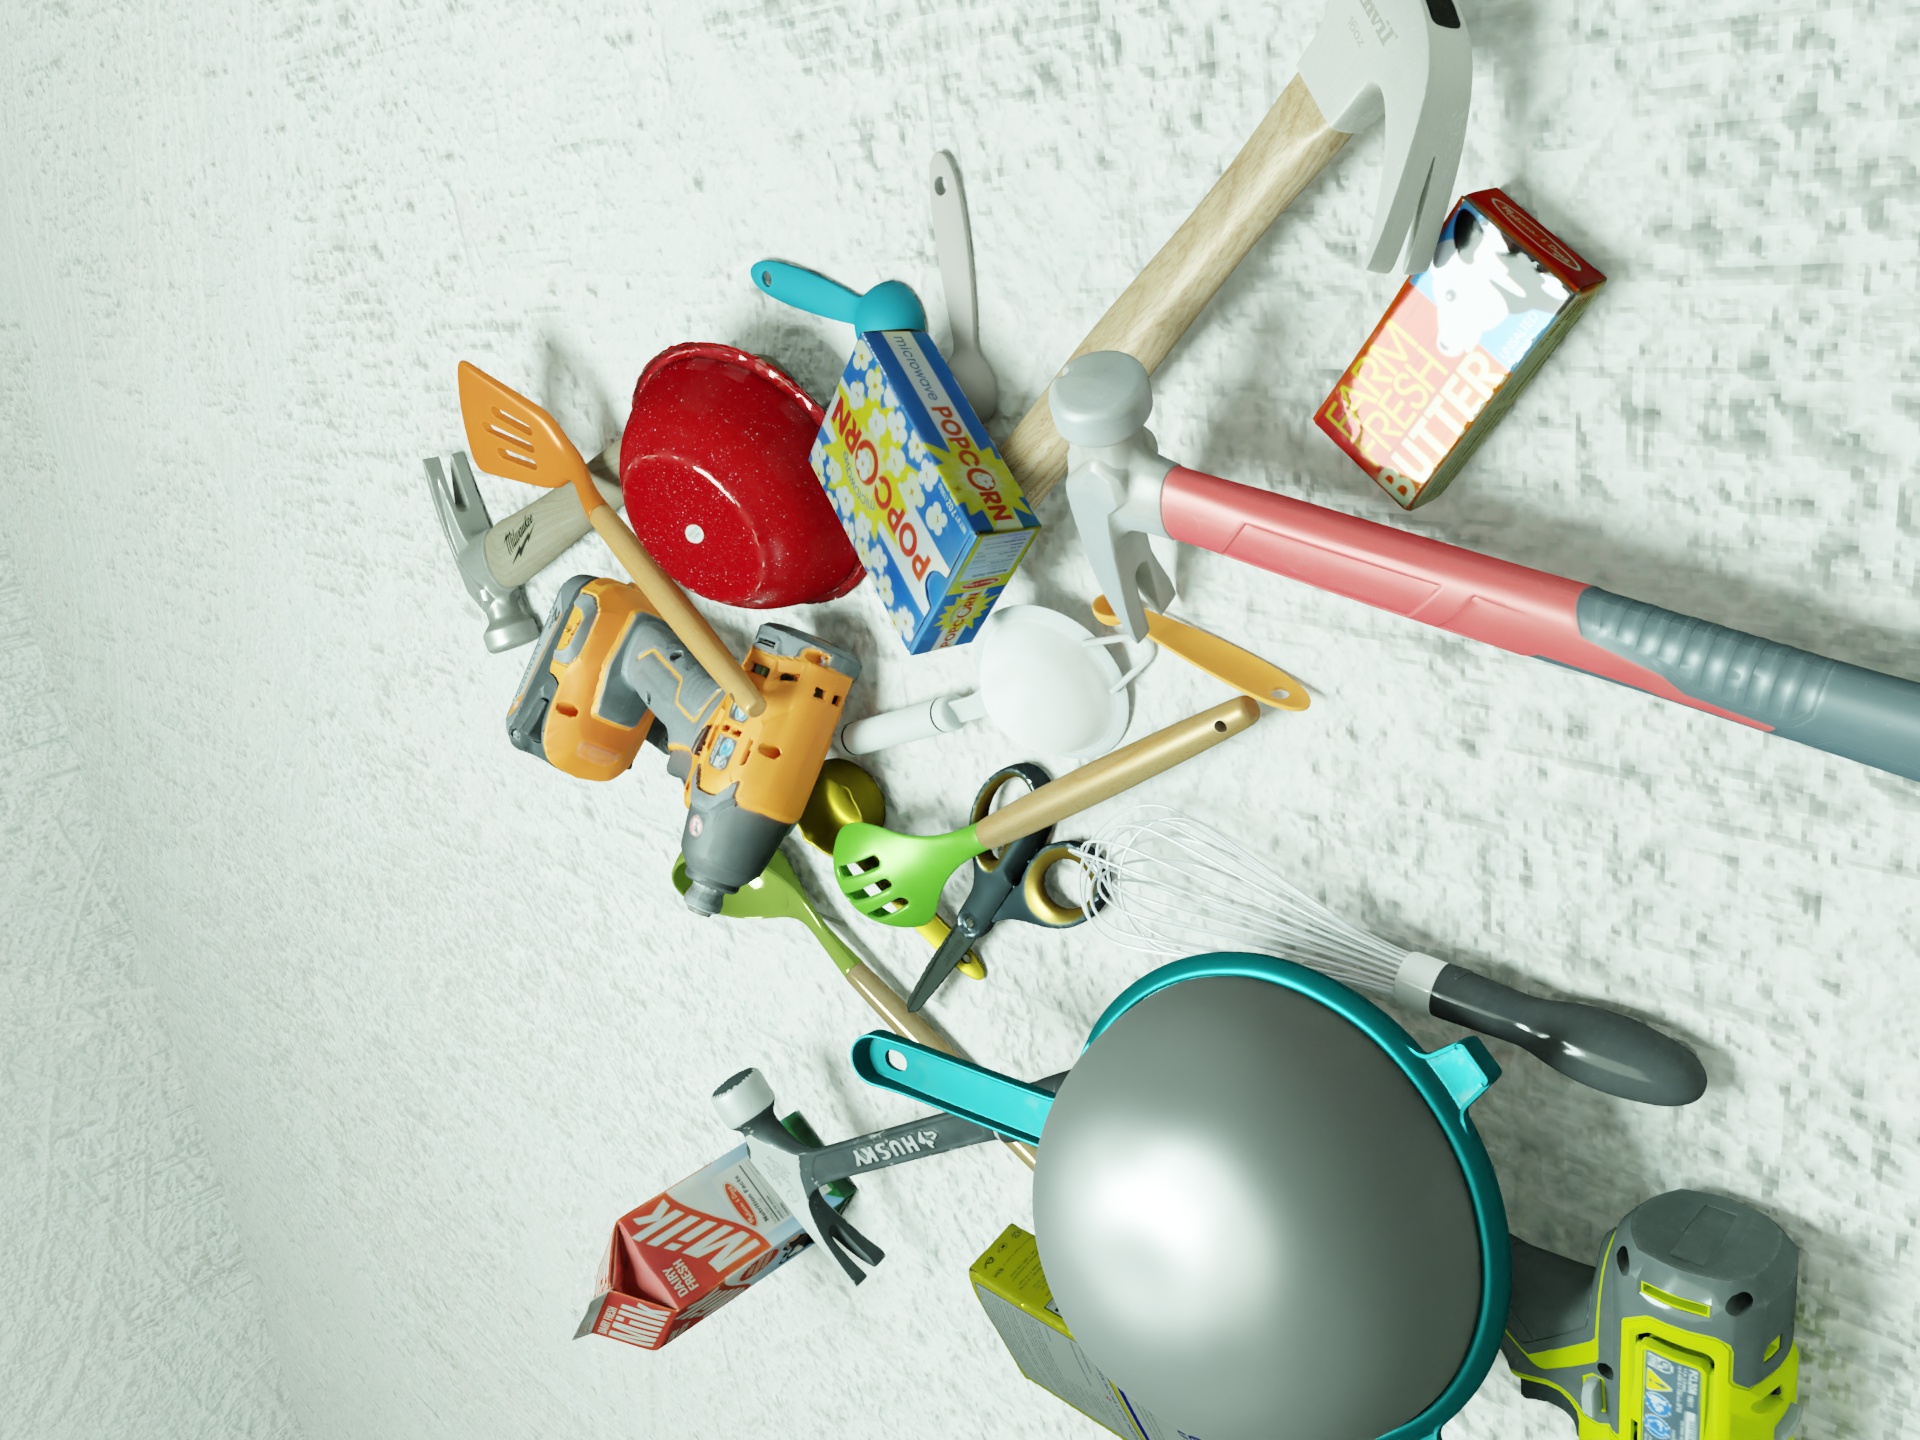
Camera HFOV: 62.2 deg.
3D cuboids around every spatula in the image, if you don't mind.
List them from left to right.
[{"bbox_3d":[-0.203,-0.101,0.910,0.323,0.041,0.081,47,148,34],"label":"spatula"}]

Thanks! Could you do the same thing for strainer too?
[{"bbox_3d":[-0.001,-0.003,0.811,0.258,0.050,0.087,-15,112,54],"label":"strainer"},{"bbox_3d":[0.053,0.196,0.677,0.340,0.095,0.211,10,104,40],"label":"strainer"}]

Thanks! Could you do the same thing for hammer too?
[{"bbox_3d":[-0.229,-0.153,0.993,0.410,0.038,0.146,-16,95,50],"label":"hammer"},{"bbox_3d":[0.014,0.226,0.876,0.409,0.036,0.149,-28,96,44],"label":"hammer"},{"bbox_3d":[0.078,-0.160,0.633,0.331,0.031,0.130,-46,60,52],"label":"hammer"},{"bbox_3d":[0.204,-0.025,0.548,0.387,0.038,0.143,24,155,32],"label":"hammer"}]

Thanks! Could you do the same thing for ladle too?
[{"bbox_3d":[-0.054,0.175,0.948,0.320,0.062,0.078,42,152,23],"label":"ladle"}]

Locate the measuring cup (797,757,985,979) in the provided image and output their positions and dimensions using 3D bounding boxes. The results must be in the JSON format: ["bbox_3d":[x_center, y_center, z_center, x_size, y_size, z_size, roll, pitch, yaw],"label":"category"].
[{"bbox_3d":[-0.035,0.084,0.910,0.156,0.029,0.062,46,136,5],"label":"measuring cup"}]

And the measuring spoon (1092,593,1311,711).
[{"bbox_3d":[0.103,-0.028,0.692,0.117,0.021,0.011,32,143,35],"label":"measuring spoon"}]

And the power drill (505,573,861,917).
[{"bbox_3d":[-0.169,0.009,0.924,0.227,0.084,0.164,20,87,42],"label":"power drill"}]

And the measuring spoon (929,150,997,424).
[{"bbox_3d":[-0.006,-0.196,0.731,0.034,0.018,0.124,12,117,45],"label":"measuring spoon"}]

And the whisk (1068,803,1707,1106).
[{"bbox_3d":[0.163,0.098,0.664,0.285,0.070,0.070,18,122,37],"label":"whisk"}]

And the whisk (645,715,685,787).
[{"bbox_3d":[-0.188,0.013,1.023,0.239,0.055,0.055,30,129,41],"label":"whisk"}]

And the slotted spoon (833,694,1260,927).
[{"bbox_3d":[0.027,0.047,0.783,0.314,0.031,0.070,-29,99,46],"label":"slotted spoon"}]

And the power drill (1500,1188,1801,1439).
[{"bbox_3d":[0.223,0.264,0.662,0.229,0.080,0.190,11,116,42],"label":"power drill"}]

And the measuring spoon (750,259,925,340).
[{"bbox_3d":[-0.069,-0.207,0.793,0.129,0.021,0.042,29,129,35],"label":"measuring spoon"}]
